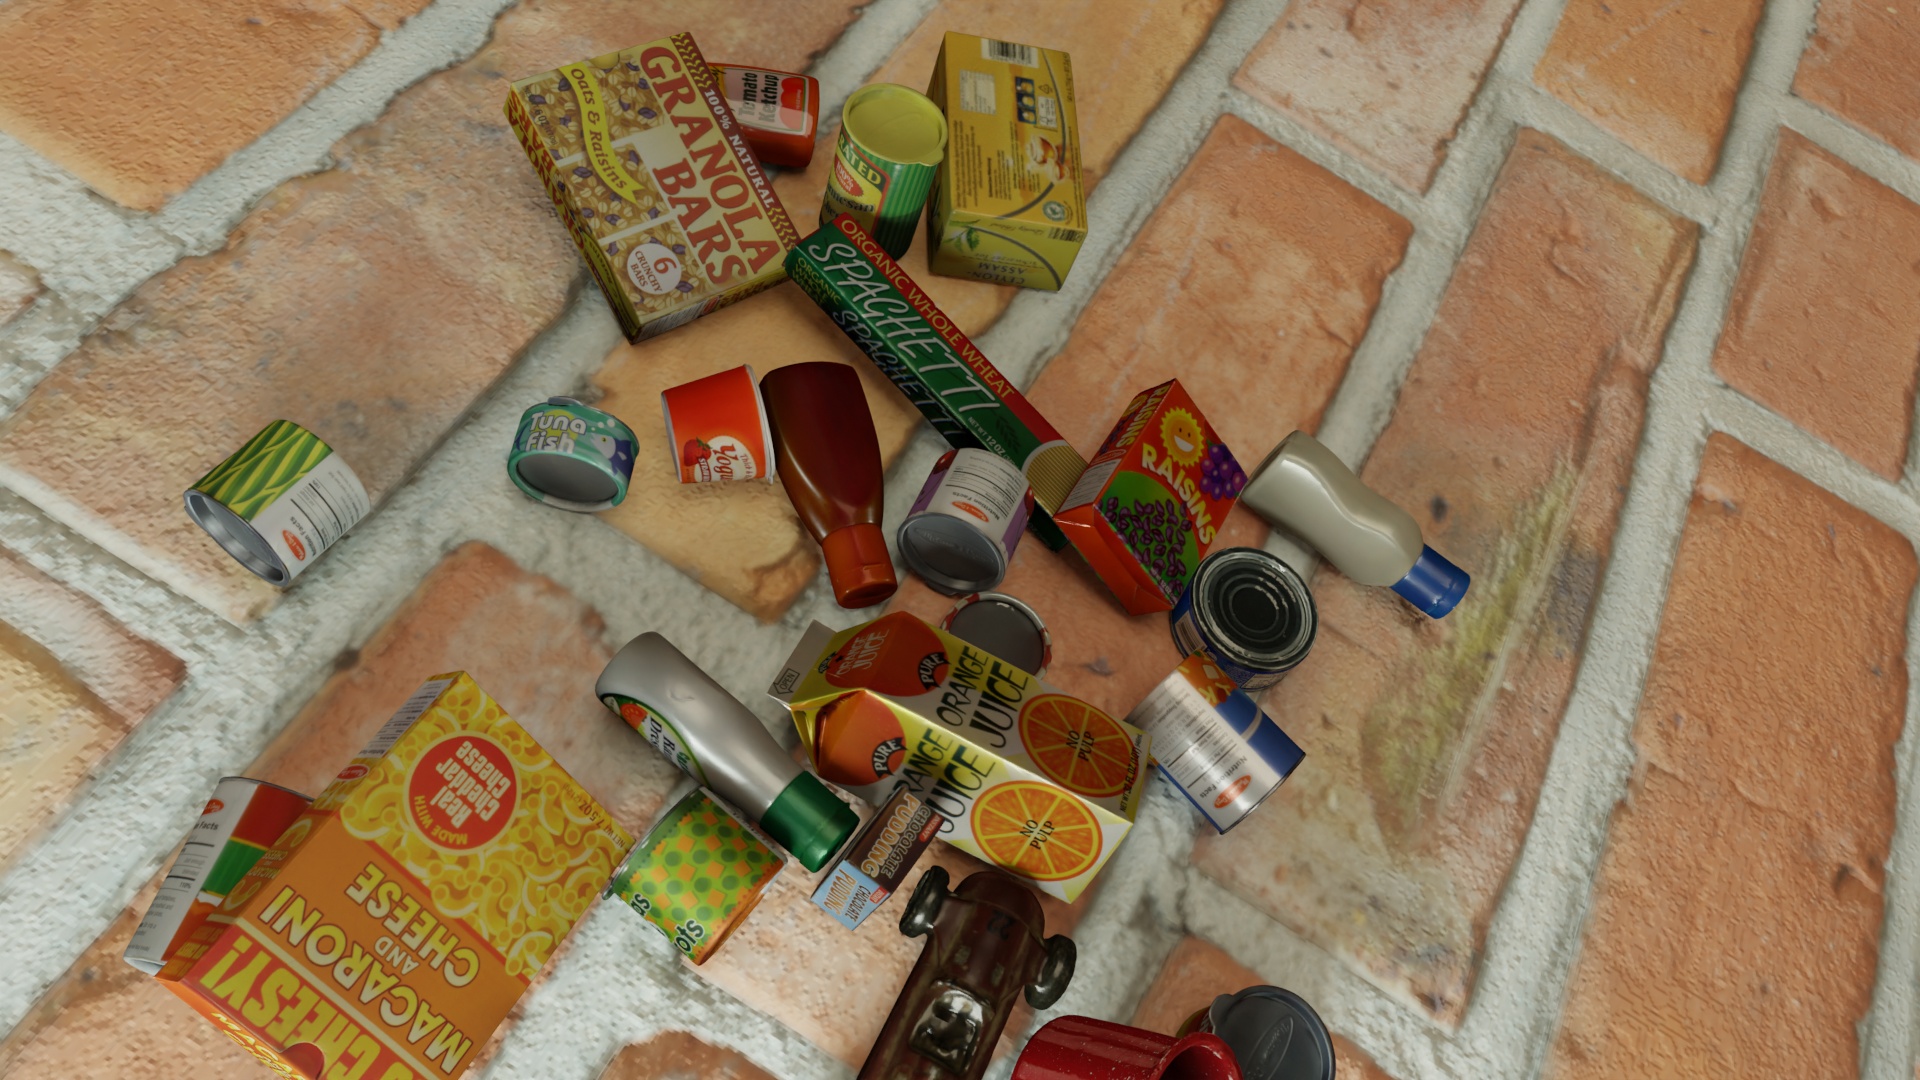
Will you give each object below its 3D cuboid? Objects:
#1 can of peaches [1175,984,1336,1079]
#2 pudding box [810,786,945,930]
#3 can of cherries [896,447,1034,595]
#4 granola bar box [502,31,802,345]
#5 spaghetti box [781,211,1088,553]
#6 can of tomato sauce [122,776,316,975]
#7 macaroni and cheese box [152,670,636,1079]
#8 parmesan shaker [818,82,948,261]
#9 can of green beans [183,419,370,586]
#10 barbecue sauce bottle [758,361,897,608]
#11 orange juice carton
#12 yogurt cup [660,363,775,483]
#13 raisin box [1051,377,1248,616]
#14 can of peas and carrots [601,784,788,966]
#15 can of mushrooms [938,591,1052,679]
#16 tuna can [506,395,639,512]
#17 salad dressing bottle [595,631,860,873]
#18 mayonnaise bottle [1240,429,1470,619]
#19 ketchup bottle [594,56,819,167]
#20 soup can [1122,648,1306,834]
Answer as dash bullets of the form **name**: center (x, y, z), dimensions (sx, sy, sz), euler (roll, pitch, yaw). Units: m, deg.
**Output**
- **can of peaches**: center (0.145, 0.263, 0.706), dimensions (0.071, 0.057, 0.071), euler (7, 60, -12)
- **pudding box**: center (-0.042, 0.159, 0.693), dimensions (0.030, 0.083, 0.050), euler (38, 58, 3)
- **can of cherries**: center (0.003, -0.010, 0.812), dimensions (0.071, 0.071, 0.059), euler (27, 51, -1)
- **granola bar box**: center (-0.187, -0.221, 0.862), dimensions (0.125, 0.039, 0.165), euler (-29, 91, -29)
- **spaghetti box**: center (-0.008, -0.099, 0.861), dimensions (0.250, 0.028, 0.050), euler (46, 58, 1)
- **can of tomato sauce**: center (-0.318, 0.158, 0.622), dimensions (0.071, 0.071, 0.083), euler (19, 59, -6)
- **macaroni and cheese box**: center (-0.241, 0.160, 0.617), dimensions (0.123, 0.040, 0.167), euler (52, 50, -24)
- **parmesan shaker**: center (-0.051, -0.232, 0.900), dimensions (0.071, 0.102, 0.071), euler (7, 60, -12)
- **can of green beans**: center (-0.349, -0.020, 0.712), dimensions (0.071, 0.071, 0.058), euler (34, 57, 4)
- **barbecue sauce bottle**: center (-0.073, -0.034, 0.816), dimensions (0.065, 0.043, 0.149), euler (-7, 64, -25)
- **orange juice carton**: center (-0.004, 0.104, 0.730), dimensions (0.193, 0.072, 0.072), euler (27, 35, -1)
- **yogurt cup**: center (-0.141, -0.064, 0.802), dimensions (0.054, 0.072, 0.072), euler (-12, 66, -14)
- **raisin box**: center (0.119, -0.027, 0.849), dimensions (0.086, 0.040, 0.124), euler (50, 52, -18)
- **can of peas and carrots**: center (-0.128, 0.164, 0.675), dimensions (0.059, 0.070, 0.071), euler (39, 58, 6)
- **can of mushrooms**: center (0.016, 0.066, 0.793), dimensions (0.071, 0.033, 0.071), euler (8, 60, -13)
- **tuna can**: center (-0.214, -0.046, 0.765), dimensions (0.071, 0.070, 0.033), euler (13, 60, -10)
- **salad dressing bottle**: center (-0.118, 0.108, 0.708), dimensions (0.148, 0.064, 0.044), euler (38, 62, 10)
- **mayonnaise bottle**: center (0.256, -0.007, 0.891), dimensions (0.148, 0.064, 0.041), euler (36, 54, 0)
- **ketchup bottle**: center (-0.171, -0.292, 0.933), dimensions (0.149, 0.043, 0.065), euler (6, 66, -13)
- **soup can**: center (0.142, 0.113, 0.787), dimensions (0.071, 0.071, 0.084), euler (-37, 76, -30)
